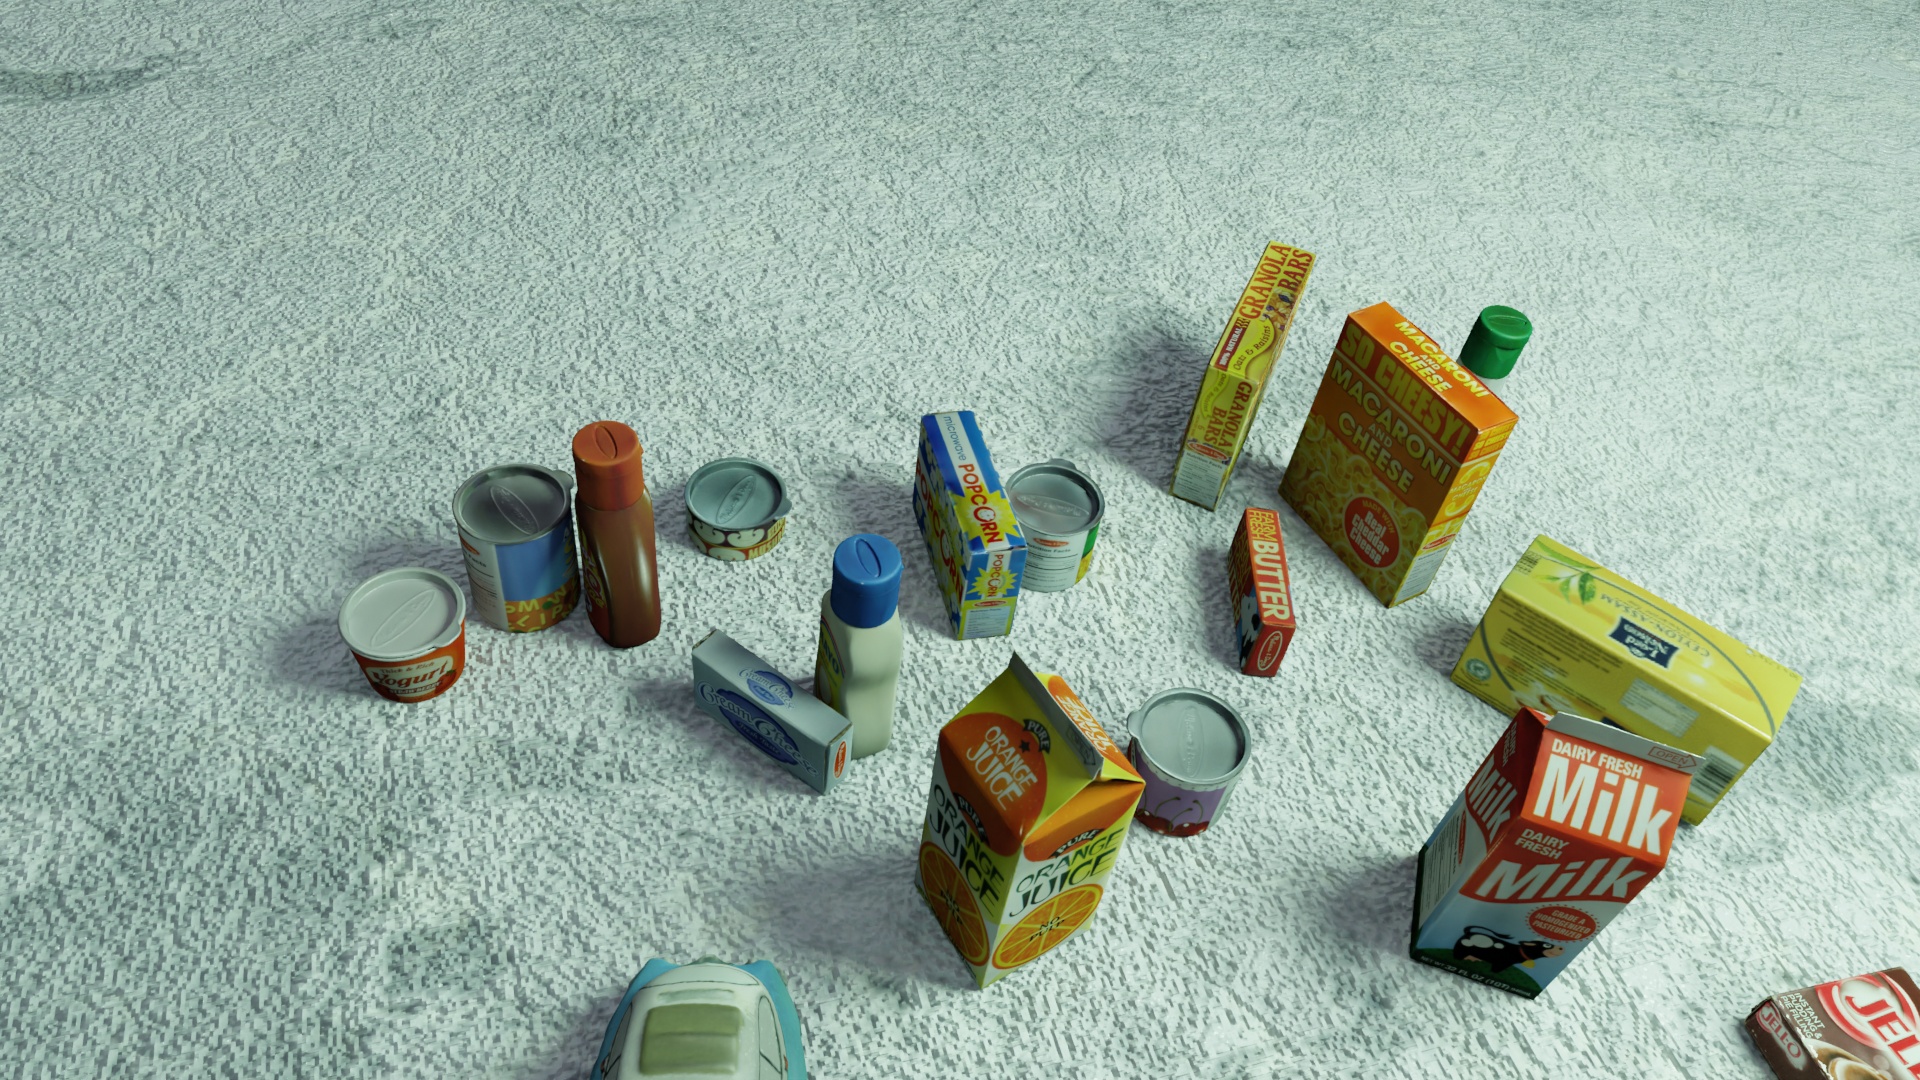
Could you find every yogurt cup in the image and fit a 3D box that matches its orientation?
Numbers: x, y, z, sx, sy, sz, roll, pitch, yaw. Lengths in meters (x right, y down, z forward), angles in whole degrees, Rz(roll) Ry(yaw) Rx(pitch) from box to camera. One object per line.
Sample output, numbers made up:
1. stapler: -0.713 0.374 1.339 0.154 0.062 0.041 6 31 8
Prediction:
1. yogurt cup: -0.318 0.057 0.801 0.072 0.053 0.073 4 47 -5

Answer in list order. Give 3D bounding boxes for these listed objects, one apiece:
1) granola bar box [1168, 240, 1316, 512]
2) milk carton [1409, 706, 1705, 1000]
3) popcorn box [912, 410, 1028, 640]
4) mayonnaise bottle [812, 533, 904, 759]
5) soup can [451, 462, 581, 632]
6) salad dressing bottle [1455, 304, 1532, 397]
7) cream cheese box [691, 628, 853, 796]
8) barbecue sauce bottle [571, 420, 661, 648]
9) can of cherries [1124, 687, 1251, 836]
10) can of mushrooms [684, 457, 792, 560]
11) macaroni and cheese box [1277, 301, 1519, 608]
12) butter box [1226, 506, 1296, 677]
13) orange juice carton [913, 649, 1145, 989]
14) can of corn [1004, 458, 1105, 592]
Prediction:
1. granola bar box: 0.202 -0.120 0.999 0.039 0.123 0.166 22 48 11
2. milk carton: 0.301 0.153 0.714 0.072 0.189 0.074 17 47 7
3. popcorn box: 0.003 -0.011 0.893 0.038 0.084 0.127 -7 49 -15
4. mayonnaise bottle: -0.057 0.058 0.776 0.041 0.147 0.065 -13 51 -20
5. soup can: -0.263 0.004 0.838 0.071 0.083 0.072 4 47 -5
6. salad dressing bottle: 0.359 -0.099 0.988 0.064 0.146 0.044 3 47 -6
7. cream cheese box: -0.109 0.099 0.795 0.104 0.053 0.024 32 51 20
8. barbecue sauce bottle: -0.201 -0.005 0.812 0.044 0.147 0.065 -16 52 -22
9. can of cherries: 0.126 0.127 0.801 0.071 0.058 0.072 4 47 -5
10. can of mushrooms: -0.145 -0.020 0.913 0.071 0.033 0.071 4 47 -5
11. macaroni and cheese box: 0.284 -0.056 0.923 0.040 0.165 0.124 -19 53 -24
12. butter box: 0.195 0.032 0.904 0.024 0.052 0.104 6 47 -3
13. orange juice carton: 0.032 0.136 0.687 0.073 0.191 0.072 -21 54 -25
14. can of corn: 0.058 -0.010 0.919 0.071 0.058 0.071 4 47 -5
